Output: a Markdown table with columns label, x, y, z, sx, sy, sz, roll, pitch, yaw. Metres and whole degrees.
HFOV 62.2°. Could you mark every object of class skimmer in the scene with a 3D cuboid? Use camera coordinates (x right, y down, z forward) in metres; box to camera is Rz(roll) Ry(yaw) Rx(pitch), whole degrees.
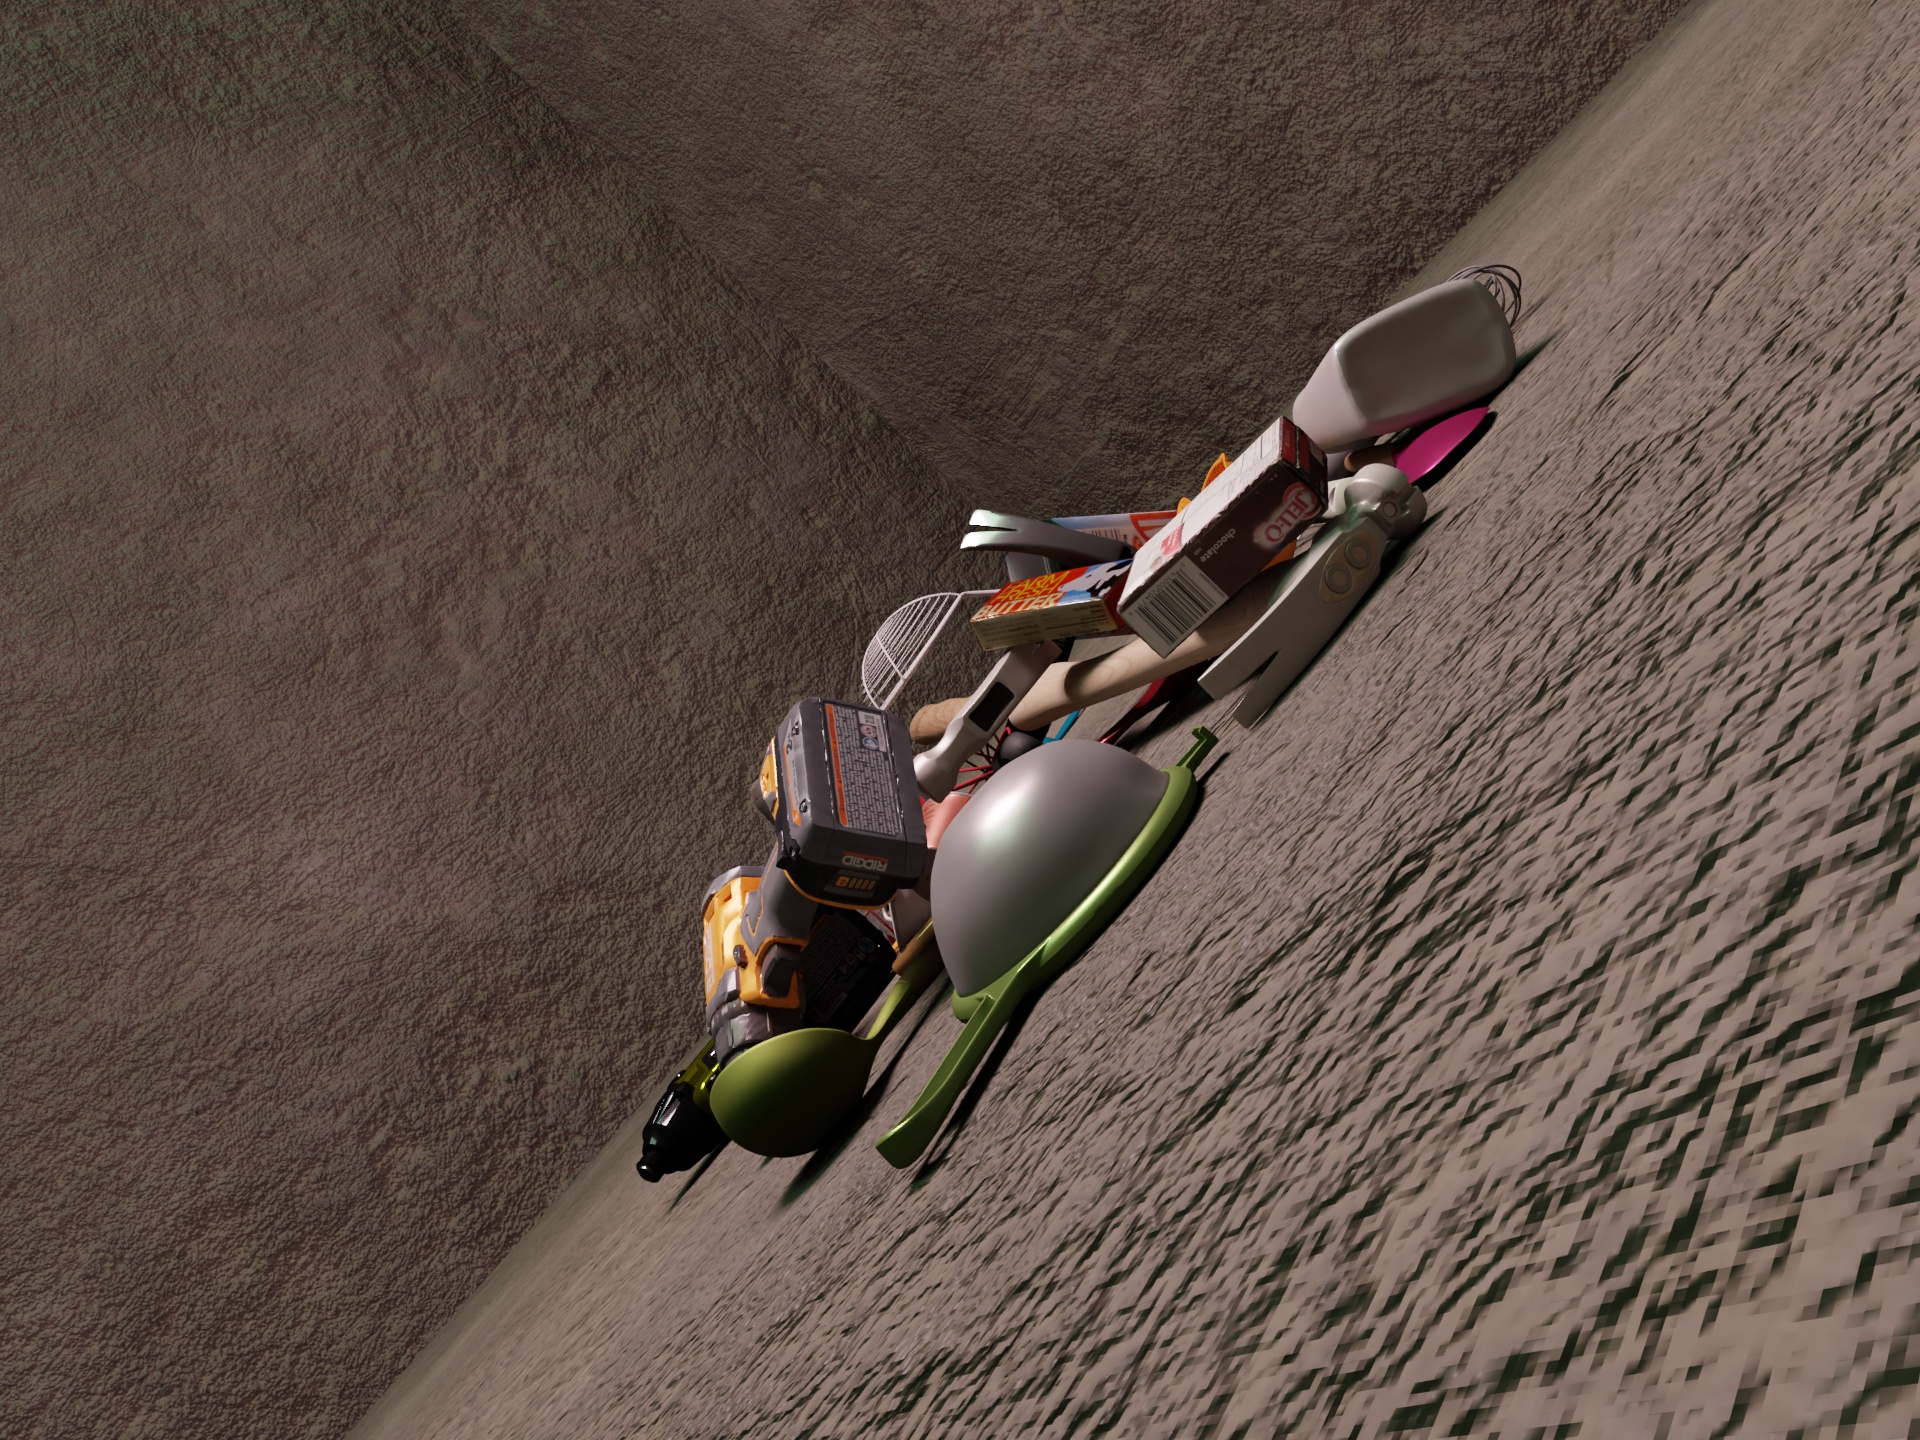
| label | x | y | z | sx | sy | sz | roll | pitch | yaw |
| --- | --- | --- | --- | --- | --- | --- | --- | --- | --- |
| skimmer | 0.090 | -0.086 | 1.278 | 0.363 | 0.090 | 0.127 | -15 | 4 | 0 |

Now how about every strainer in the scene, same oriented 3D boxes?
| label | x | y | z | sx | sy | sz | roll | pitch | yaw |
| --- | --- | --- | --- | --- | --- | --- | --- | --- | --- |
| strainer | 0.010 | 0.081 | 0.664 | 0.151 | 0.069 | 0.256 | -44 | 2 | 36 |
| strainer | -0.050 | 0.113 | 1.116 | 0.050 | 0.087 | 0.258 | -12 | -15 | 3 |

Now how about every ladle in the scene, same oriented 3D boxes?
| label | x | y | z | sx | sy | sz | roll | pitch | yaw |
| --- | --- | --- | --- | --- | --- | --- | --- | --- | --- |
| ladle | -0.028 | 0.129 | 0.878 | 0.320 | 0.062 | 0.078 | -44 | -16 | -53 |
| ladle | 0.061 | 0.050 | 1.024 | 0.315 | 0.031 | 0.069 | -49 | 1 | 9 |

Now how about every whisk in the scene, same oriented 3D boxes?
| label | x | y | z | sx | sy | sz | roll | pitch | yaw |
| --- | --- | --- | --- | --- | --- | --- | --- | --- | --- |
| whisk | 0.031 | 0.031 | 1.080 | 0.073 | 0.073 | 0.296 | -47 | 0 | -6 |
| whisk | 0.311 | -0.232 | 1.123 | 0.055 | 0.055 | 0.239 | -48 | -3 | -39 |
| whisk | 0.230 | -0.142 | 1.054 | 0.246 | 0.059 | 0.058 | -110 | 26 | -84 |

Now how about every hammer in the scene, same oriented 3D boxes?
| label | x | y | z | sx | sy | sz | roll | pitch | yaw |
| --- | --- | --- | --- | --- | --- | --- | --- | --- | --- |
| hammer | -0.002 | -0.004 | 1.120 | 0.130 | 0.031 | 0.331 | -49 | 5 | -6 |
| hammer | 0.104 | -0.030 | 0.909 | 0.146 | 0.038 | 0.410 | -49 | 8 | -19 |
| hammer | 0.058 | -0.033 | 1.170 | 0.408 | 0.149 | 0.036 | 104 | -174 | -67 |

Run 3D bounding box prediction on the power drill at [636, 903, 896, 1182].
| label | x | y | z | sx | sy | sz | roll | pitch | yaw |
| --- | --- | --- | --- | --- | --- | --- | --- | --- | --- |
| power drill | -0.149 | 0.237 | 1.156 | 0.223 | 0.080 | 0.171 | -51 | -1 | 40 |

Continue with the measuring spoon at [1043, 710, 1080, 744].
| label | x | y | z | sx | sy | sz | roll | pitch | yaw |
| --- | --- | --- | --- | --- | --- | --- | --- | --- | --- |
| measuring spoon | 0.087 | 0.009 | 1.501 | 0.042 | 0.021 | 0.129 | -46 | 3 | 38 |

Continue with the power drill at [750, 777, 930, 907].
| label | x | y | z | sx | sy | sz | roll | pitch | yaw |
| --- | --- | --- | --- | --- | --- | --- | --- | --- | --- |
| power drill | -0.109 | 0.102 | 1.575 | 0.080 | 0.188 | 0.226 | -46 | 5 | -32 |

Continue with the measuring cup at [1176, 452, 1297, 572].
| label | x | y | z | sx | sy | sz | roll | pitch | yaw |
| --- | --- | --- | --- | --- | --- | --- | --- | --- | --- |
| measuring cup | 0.180 | -0.128 | 1.054 | 0.174 | 0.052 | 0.095 | -98 | 17 | -77 |

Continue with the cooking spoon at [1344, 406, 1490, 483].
| label | x | y | z | sx | sy | sz | roll | pitch | yaw |
| --- | --- | --- | --- | --- | --- | --- | --- | --- | --- |
| cooking spoon | 0.264 | -0.161 | 0.967 | 0.069 | 0.017 | 0.319 | -44 | 2 | 9 |

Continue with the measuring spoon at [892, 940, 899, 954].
| label | x | y | z | sx | sy | sz | roll | pitch | yaw |
| --- | --- | --- | --- | --- | --- | --- | --- | --- | --- |
| measuring spoon | -0.019 | 0.142 | 1.213 | 0.117 | 0.011 | 0.021 | -50 | 11 | 1 |

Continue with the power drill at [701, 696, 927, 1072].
| label | x | y | z | sx | sy | sz | roll | pitch | yaw |
| --- | --- | --- | --- | --- | --- | --- | --- | --- | --- |
| power drill | -0.096 | 0.122 | 0.938 | 0.186 | 0.084 | 0.226 | -102 | 32 | -44 |
